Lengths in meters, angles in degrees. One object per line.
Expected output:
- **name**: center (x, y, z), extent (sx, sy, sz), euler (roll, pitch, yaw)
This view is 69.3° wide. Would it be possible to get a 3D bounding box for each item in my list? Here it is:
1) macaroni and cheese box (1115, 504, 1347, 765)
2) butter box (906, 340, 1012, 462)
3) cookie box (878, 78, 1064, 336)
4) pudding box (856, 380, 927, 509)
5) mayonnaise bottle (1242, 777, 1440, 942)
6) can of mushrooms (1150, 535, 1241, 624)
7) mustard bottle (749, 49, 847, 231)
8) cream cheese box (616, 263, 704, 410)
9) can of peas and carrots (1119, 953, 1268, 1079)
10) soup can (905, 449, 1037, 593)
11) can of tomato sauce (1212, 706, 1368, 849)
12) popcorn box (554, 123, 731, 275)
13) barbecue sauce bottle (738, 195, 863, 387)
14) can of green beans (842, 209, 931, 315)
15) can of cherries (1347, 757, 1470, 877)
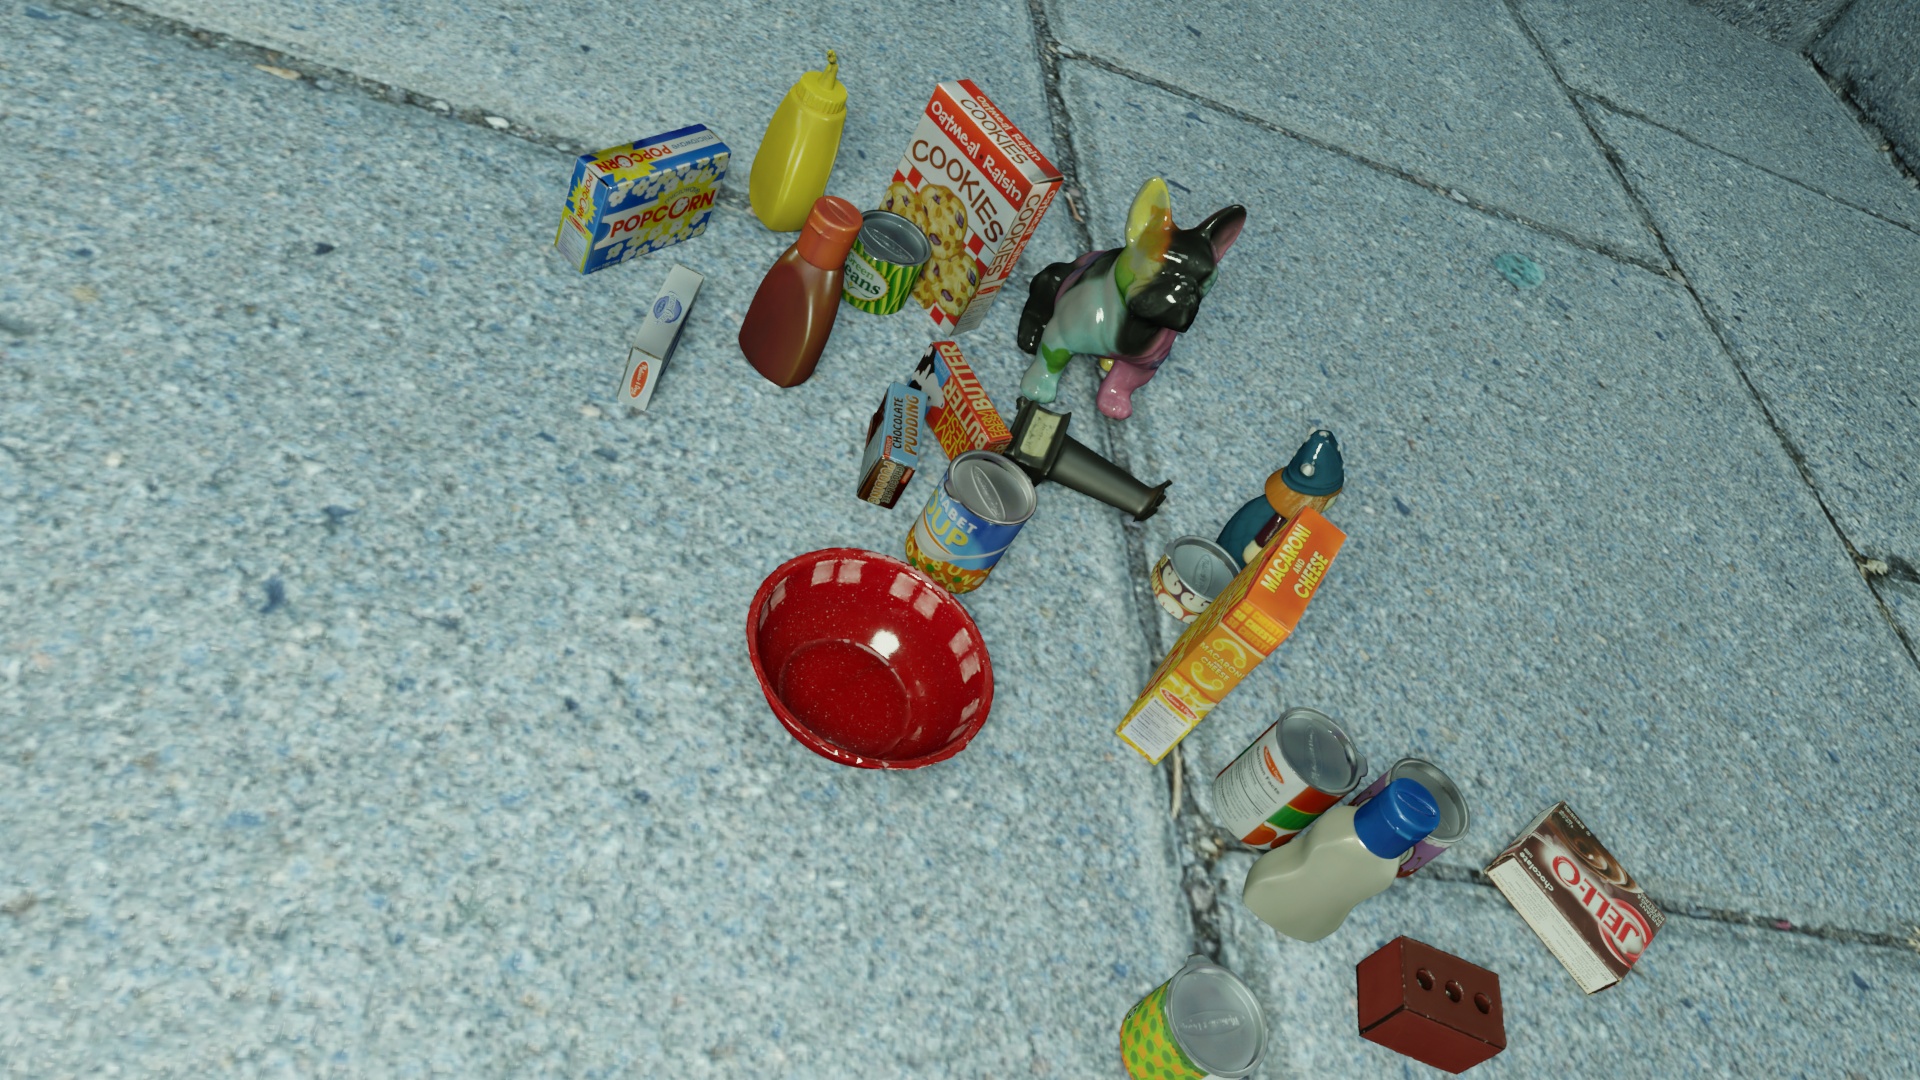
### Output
- **macaroni and cheese box**: center (0.183, 0.065, 0.946), extent (0.040, 0.165, 0.124), euler (39, 44, 5)
- **butter box**: center (-0.002, -0.099, 1.065), extent (0.024, 0.052, 0.104), euler (-9, 58, -36)
- **cookie box**: center (-0.001, -0.270, 1.135), extent (0.040, 0.166, 0.123), euler (-24, 67, -42)
- **pudding box**: center (-0.050, -0.070, 1.015), extent (0.030, 0.049, 0.084), euler (20, 45, -14)
- **mayonnaise bottle**: center (0.241, 0.200, 0.874), extent (0.065, 0.147, 0.041), euler (31, 43, -3)
- **can of mushrooms**: center (0.181, 0.030, 1.072), extent (0.071, 0.033, 0.071), euler (16, 46, -17)
- **mustard bottle**: center (-0.124, -0.323, 1.115), extent (0.049, 0.159, 0.065), euler (-9, 58, -36)
- **cream cheese box**: center (-0.213, -0.145, 0.983), extent (0.024, 0.053, 0.104), euler (23, 44, -11)
- **can of peas and carrots**: center (0.133, 0.284, 0.801), extent (0.071, 0.058, 0.071), euler (16, 46, -17)
- **soup can**: center (0.003, -0.012, 0.970), extent (0.071, 0.083, 0.072), euler (16, 46, -17)
- **can of tomato sauce**: center (0.222, 0.163, 0.943), extent (0.071, 0.082, 0.071), euler (16, 46, -17)
- **popcorn box**: center (-0.238, -0.258, 1.046), extent (0.038, 0.084, 0.127), euler (44, 44, 11)
- **barbecue sauce bottle**: center (-0.113, -0.181, 1.004), extent (0.065, 0.147, 0.044), euler (47, 45, 14)
- **can of green beans**: center (-0.065, -0.227, 1.139), extent (0.071, 0.057, 0.071), euler (16, 46, -17)
- **can of cherries**: center (0.313, 0.197, 0.983), extent (0.071, 0.058, 0.072), euler (16, 46, -17)
